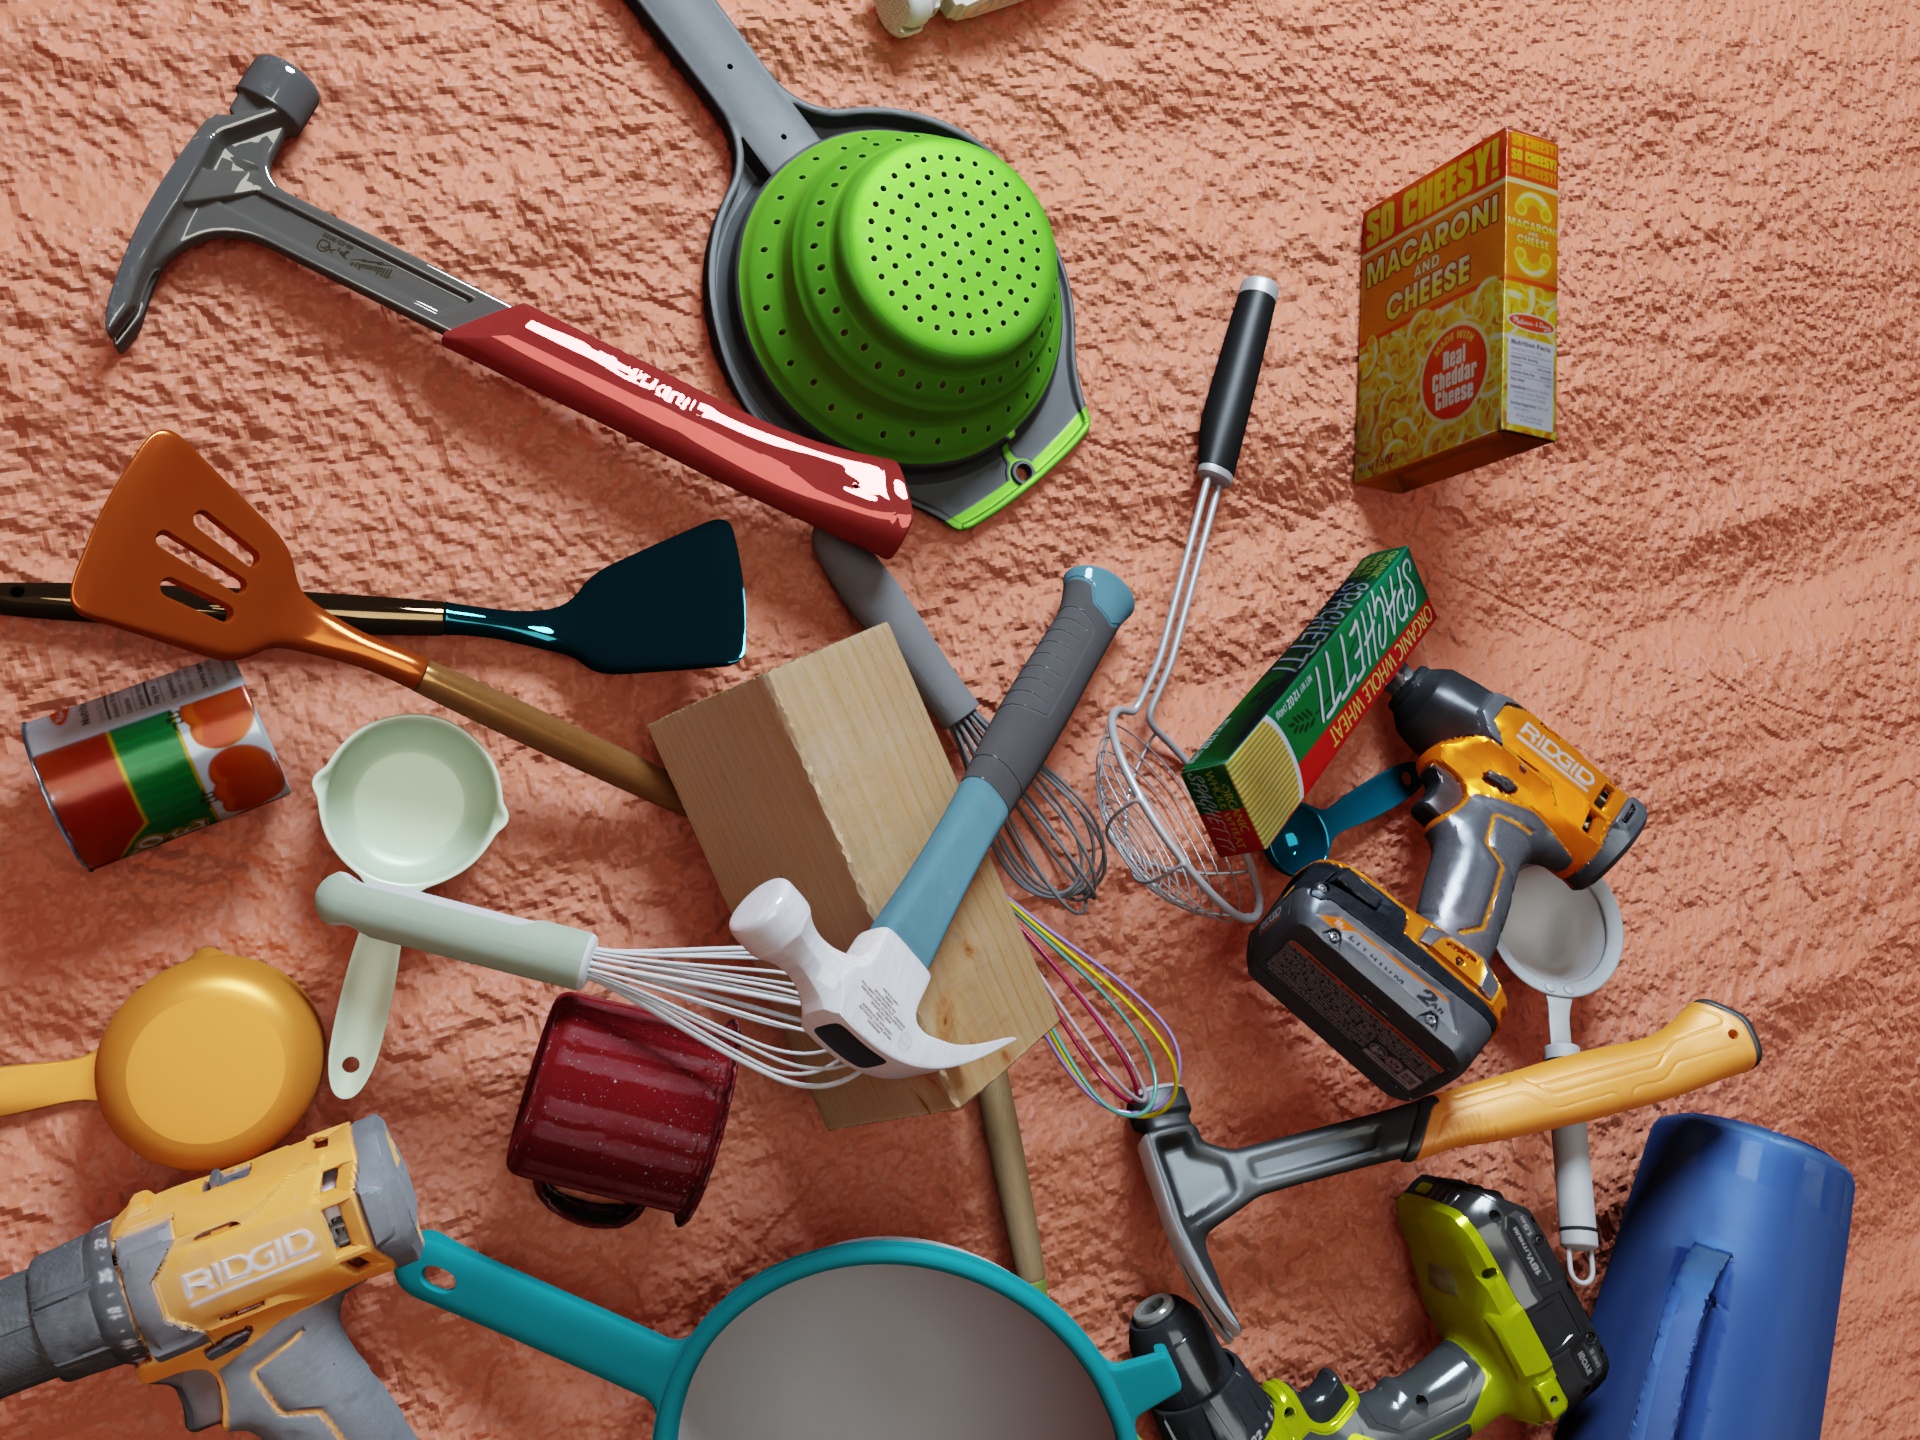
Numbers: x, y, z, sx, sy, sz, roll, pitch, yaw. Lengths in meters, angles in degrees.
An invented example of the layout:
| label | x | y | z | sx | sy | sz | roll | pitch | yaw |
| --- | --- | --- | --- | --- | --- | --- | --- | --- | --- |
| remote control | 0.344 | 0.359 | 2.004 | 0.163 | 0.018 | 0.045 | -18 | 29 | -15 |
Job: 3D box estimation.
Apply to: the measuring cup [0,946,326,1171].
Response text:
| label | x | y | z | sx | sy | sz | roll | pitch | yaw |
| --- | --- | --- | --- | --- | --- | --- | --- | --- | --- |
| measuring cup | -0.351 | 0.147 | 0.647 | 0.173 | 0.052 | 0.095 | -6 | 87 | -23 |

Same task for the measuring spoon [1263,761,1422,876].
| label | x | y | z | sx | sy | sz | roll | pitch | yaw |
| --- | --- | --- | --- | --- | --- | --- | --- | --- | --- |
| measuring spoon | 0.215 | 0.052 | 0.897 | 0.128 | 0.021 | 0.042 | -23 | 91 | -30 |

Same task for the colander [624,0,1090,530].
| label | x | y | z | sx | sy | sz | roll | pitch | yaw |
| --- | --- | --- | --- | --- | --- | --- | --- | --- | --- |
| colander | -0.069 | -0.282 | 0.777 | 0.204 | 0.094 | 0.397 | -42 | 100 | -19 |

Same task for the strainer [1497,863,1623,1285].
| label | x | y | z | sx | sy | sz | roll | pitch | yaw |
| --- | --- | --- | --- | --- | --- | --- | --- | --- | --- |
| strainer | 0.332 | 0.179 | 0.884 | 0.087 | 0.050 | 0.259 | 10 | 63 | -10 |

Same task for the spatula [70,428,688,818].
| label | x | y | z | sx | sy | sz | roll | pitch | yaw |
| --- | --- | --- | --- | --- | --- | --- | --- | --- | --- |
| spatula | -0.209 | -0.010 | 0.688 | 0.322 | 0.041 | 0.081 | 29 | 66 | -30 |

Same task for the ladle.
| label | x | y | z | sx | sy | sz | roll | pitch | yaw |
| --- | --- | --- | --- | --- | --- | --- | --- | --- | --- |
| ladle | 0.039 | 0.250 | 0.786 | 0.078 | 0.062 | 0.320 | -6 | 83 | -48 |

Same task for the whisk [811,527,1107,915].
| label | x | y | z | sx | sy | sz | roll | pitch | yaw |
| --- | --- | --- | --- | --- | --- | --- | --- | --- | --- |
| whisk | -0.002 | -0.002 | 0.801 | 0.055 | 0.055 | 0.239 | -37 | 94 | -20 |

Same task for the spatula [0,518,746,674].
| label | x | y | z | sx | sy | sz | roll | pitch | yaw |
| --- | --- | --- | --- | --- | --- | --- | --- | --- | --- |
| spatula | -0.257 | -0.054 | 0.709 | 0.317 | 0.044 | 0.082 | 1 | 60 | -19 |

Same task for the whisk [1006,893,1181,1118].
| label | x | y | z | sx | sy | sz | roll | pitch | yaw |
| --- | --- | --- | --- | --- | --- | --- | --- | --- | --- |
| whisk | 0.019 | 0.101 | 0.786 | 0.051 | 0.047 | 0.245 | -38 | 86 | -33 |

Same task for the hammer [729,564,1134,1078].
| label | x | y | z | sx | sy | sz | roll | pitch | yaw |
| --- | --- | --- | --- | --- | --- | --- | --- | --- | --- |
| hammer | 0.015 | 0.027 | 0.730 | 0.128 | 0.033 | 0.331 | 52 | 41 | -19 |

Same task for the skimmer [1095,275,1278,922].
| label | x | y | z | sx | sy | sz | roll | pitch | yaw |
| --- | --- | --- | --- | --- | --- | --- | --- | --- | --- |
| skimmer | 0.147 | -0.075 | 0.841 | 0.127 | 0.090 | 0.363 | 31 | 69 | -47 |

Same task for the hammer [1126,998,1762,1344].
| label | x | y | z | sx | sy | sz | roll | pitch | yaw |
| --- | --- | --- | --- | --- | --- | --- | --- | --- | --- |
| hammer | 0.263 | 0.213 | 0.822 | 0.337 | 0.034 | 0.127 | -13 | 58 | -10 |

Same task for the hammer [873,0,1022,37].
| label | x | y | z | sx | sy | sz | roll | pitch | yaw |
| --- | --- | --- | --- | --- | --- | --- | --- | --- | --- |
| hammer | -0.063 | -0.572 | 0.841 | 0.146 | 0.038 | 0.410 | -29 | 95 | -22 |

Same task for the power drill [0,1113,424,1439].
| label | x | y | z | sx | sy | sz | roll | pitch | yaw |
| --- | --- | --- | --- | --- | --- | --- | --- | --- | --- |
| power drill | -0.288 | 0.292 | 0.630 | 0.185 | 0.084 | 0.226 | -18 | 98 | -21 |

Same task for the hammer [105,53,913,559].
| label | x | y | z | sx | sy | sz | roll | pitch | yaw |
| --- | --- | --- | --- | --- | --- | --- | --- | --- | --- |
| hammer | -0.190 | -0.158 | 0.736 | 0.359 | 0.037 | 0.149 | 26 | 76 | -12 |

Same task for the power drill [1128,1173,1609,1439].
| label | x | y | z | sx | sy | sz | roll | pitch | yaw |
| --- | --- | --- | --- | --- | --- | --- | --- | --- | --- |
| power drill | 0.207 | 0.340 | 0.830 | 0.228 | 0.080 | 0.190 | -29 | 94 | -19 |

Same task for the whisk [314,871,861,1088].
| label | x | y | z | sx | sy | sz | roll | pitch | yaw |
| --- | --- | --- | --- | --- | --- | --- | --- | --- | --- |
| whisk | -0.150 | 0.103 | 0.672 | 0.246 | 0.058 | 0.059 | 15 | 80 | -4 |

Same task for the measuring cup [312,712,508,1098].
| label | x | y | z | sx | sy | sz | roll | pitch | yaw |
| --- | --- | --- | --- | --- | --- | --- | --- | --- | --- |
| measuring cup | -0.253 | 0.080 | 0.701 | 0.083 | 0.038 | 0.168 | 13 | 82 | -19 |

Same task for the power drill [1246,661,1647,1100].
| label | x | y | z | sx | sy | sz | roll | pitch | yaw |
| --- | --- | --- | --- | --- | --- | --- | --- | --- | --- |
| power drill | 0.249 | 0.069 | 0.845 | 0.164 | 0.084 | 0.226 | 41 | 57 | 9 |

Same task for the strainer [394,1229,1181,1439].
| label | x | y | z | sx | sy | sz | roll | pitch | yaw |
| --- | --- | --- | --- | --- | --- | --- | --- | --- | --- |
| strainer | -0.084 | 0.293 | 0.721 | 0.340 | 0.095 | 0.211 | 22 | 99 | 3 |
